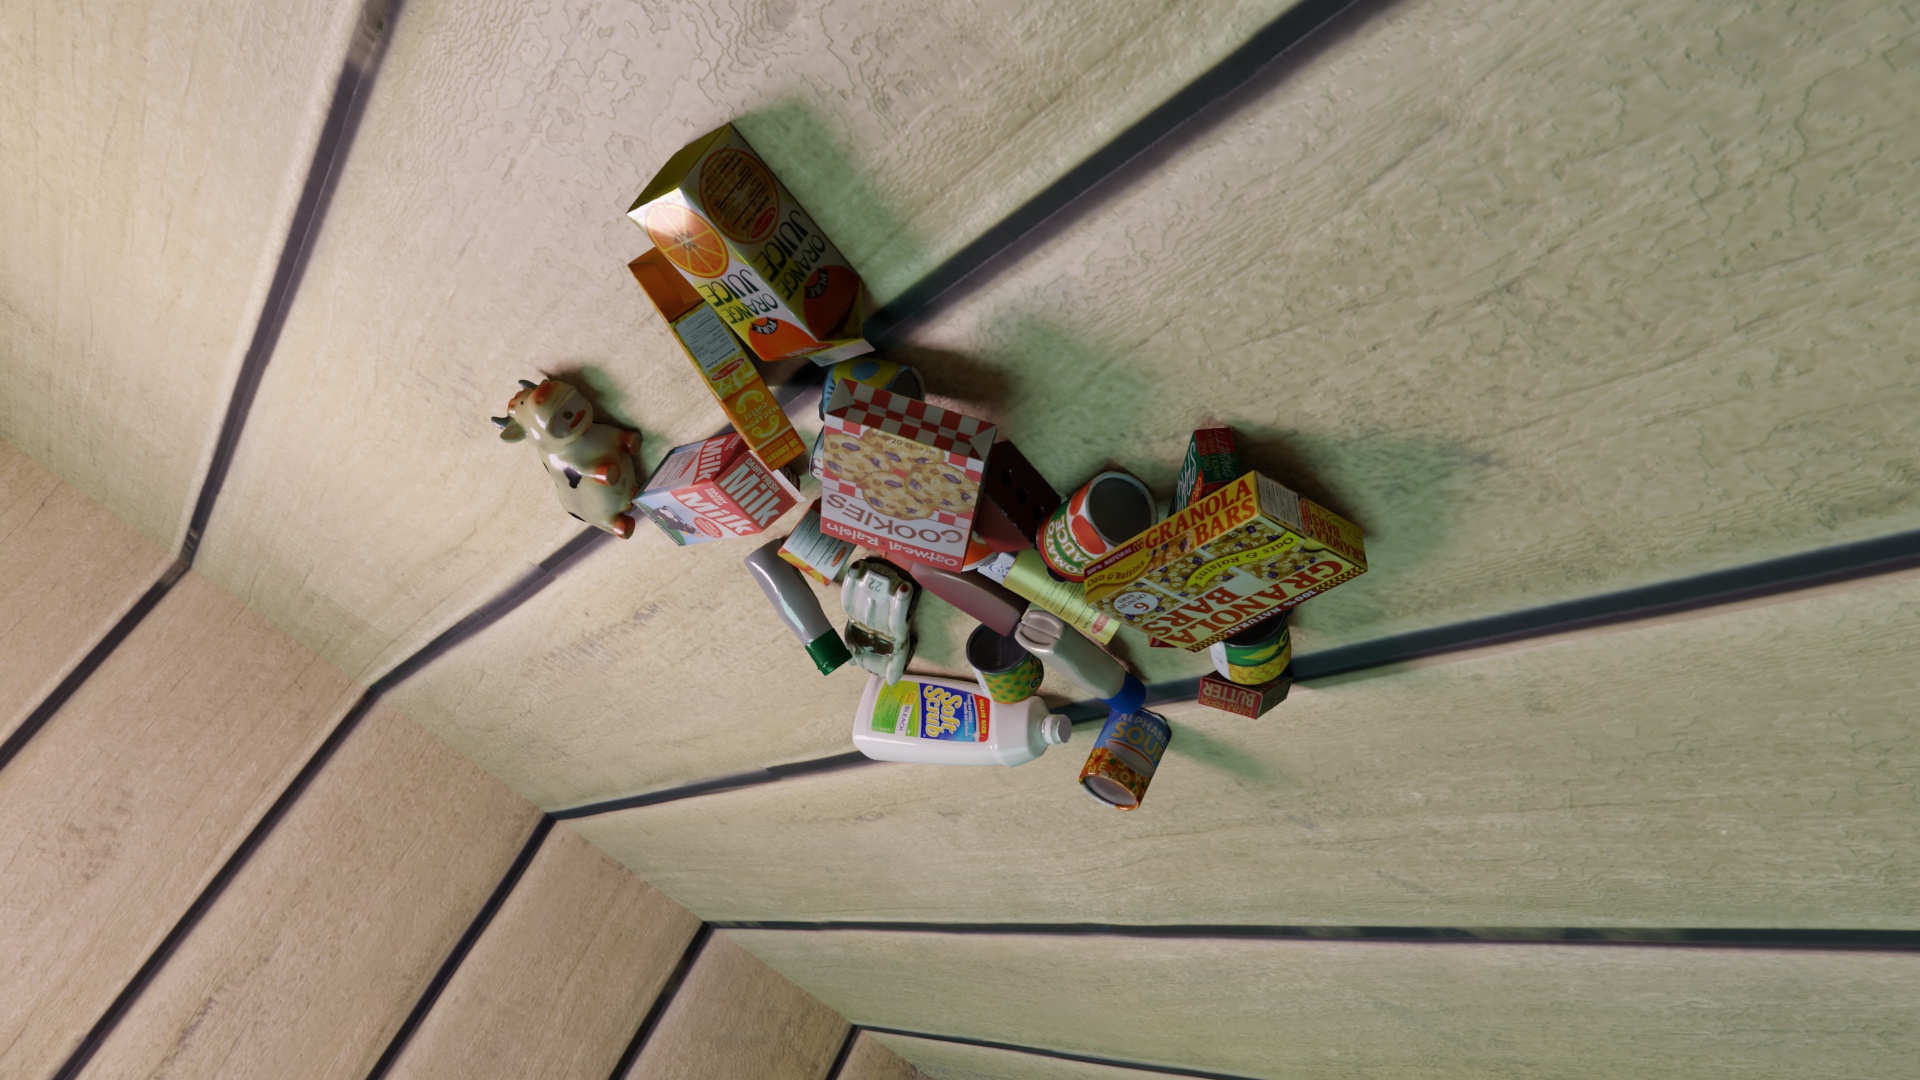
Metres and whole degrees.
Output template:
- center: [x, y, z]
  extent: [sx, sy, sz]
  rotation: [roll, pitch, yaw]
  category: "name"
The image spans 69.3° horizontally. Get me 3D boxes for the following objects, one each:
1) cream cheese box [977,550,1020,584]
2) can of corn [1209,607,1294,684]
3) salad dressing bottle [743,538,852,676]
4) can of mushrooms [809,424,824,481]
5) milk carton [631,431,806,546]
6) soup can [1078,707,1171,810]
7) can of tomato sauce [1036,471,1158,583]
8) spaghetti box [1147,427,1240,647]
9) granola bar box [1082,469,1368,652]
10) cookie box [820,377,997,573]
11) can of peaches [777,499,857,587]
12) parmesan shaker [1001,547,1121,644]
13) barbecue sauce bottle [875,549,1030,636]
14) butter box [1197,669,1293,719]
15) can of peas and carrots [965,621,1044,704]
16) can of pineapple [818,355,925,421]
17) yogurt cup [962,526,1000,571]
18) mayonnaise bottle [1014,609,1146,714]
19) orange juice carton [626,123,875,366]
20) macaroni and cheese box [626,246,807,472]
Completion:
- center: [0.070, 0.033, 1.241]
  extent: [0.104, 0.024, 0.053]
  rotation: [29, 149, 2]
  category: "cream cheese box"
- center: [0.234, 0.073, 1.116]
  extent: [0.071, 0.071, 0.058]
  rotation: [14, 147, 27]
  category: "can of corn"
- center: [-0.166, 0.070, 1.436]
  extent: [0.147, 0.044, 0.064]
  rotation: [56, 166, 1]
  category: "salad dressing bottle"
- center: [-0.098, -0.077, 1.183]
  extent: [0.033, 0.071, 0.070]
  rotation: [23, 150, 11]
  category: "can of mushrooms"
- center: [-0.225, -0.051, 1.328]
  extent: [0.190, 0.074, 0.072]
  rotation: [-9, 132, 48]
  category: "milk carton"
- center: [0.164, 0.214, 1.374]
  extent: [0.071, 0.084, 0.071]
  rotation: [22, 149, 14]
  category: "soup can"
- center: [0.106, -0.009, 1.097]
  extent: [0.071, 0.071, 0.082]
  rotation: [35, 150, -9]
  category: "can of tomato sauce"
- center: [0.175, 0.004, 1.072]
  extent: [0.029, 0.050, 0.248]
  rotation: [-2, 148, -4]
  category: "spaghetti box"
- center: [0.191, 0.021, 1.013]
  extent: [0.124, 0.039, 0.165]
  rotation: [23, 140, -34]
  category: "granola bar box"
- center: [-0.045, -0.045, 1.080]
  extent: [0.123, 0.040, 0.166]
  rotation: [17, 148, 3]
  category: "cookie box"
- center: [-0.135, 0.002, 1.338]
  extent: [0.058, 0.071, 0.071]
  rotation: [35, 150, -8]
  category: "can of peaches"
- center: [0.096, 0.032, 1.178]
  extent: [0.103, 0.071, 0.071]
  rotation: [30, 150, 2]
  category: "parmesan shaker"
- center: [-0.007, 0.032, 1.291]
  extent: [0.148, 0.044, 0.064]
  rotation: [30, 151, 1]
  category: "barbecue sauce bottle"
- center: [0.240, 0.124, 1.167]
  extent: [0.053, 0.024, 0.104]
  rotation: [15, -170, 26]
  category: "butter box"
- center: [0.046, 0.117, 1.351]
  extent: [0.071, 0.071, 0.058]
  rotation: [13, 146, 28]
  category: "can of peas and carrots"
- center: [-0.069, -0.110, 1.101]
  extent: [0.058, 0.071, 0.070]
  rotation: [13, 146, 26]
  category: "can of pineapple"
- center: [0.004, -0.015, 1.189]
  extent: [0.072, 0.073, 0.053]
  rotation: [-2, 129, 43]
  category: "yogurt cup"
- center: [0.116, 0.115, 1.282]
  extent: [0.148, 0.041, 0.065]
  rotation: [37, 169, -38]
  category: "mayonnaise bottle"
- center: [-0.144, -0.202, 1.025]
  extent: [0.071, 0.073, 0.192]
  rotation: [-9, 133, 46]
  category: "orange juice carton"
- center: [-0.198, -0.148, 1.130]
  extent: [0.124, 0.040, 0.165]
  rotation: [50, 172, 48]
  category: "macaroni and cheese box"
